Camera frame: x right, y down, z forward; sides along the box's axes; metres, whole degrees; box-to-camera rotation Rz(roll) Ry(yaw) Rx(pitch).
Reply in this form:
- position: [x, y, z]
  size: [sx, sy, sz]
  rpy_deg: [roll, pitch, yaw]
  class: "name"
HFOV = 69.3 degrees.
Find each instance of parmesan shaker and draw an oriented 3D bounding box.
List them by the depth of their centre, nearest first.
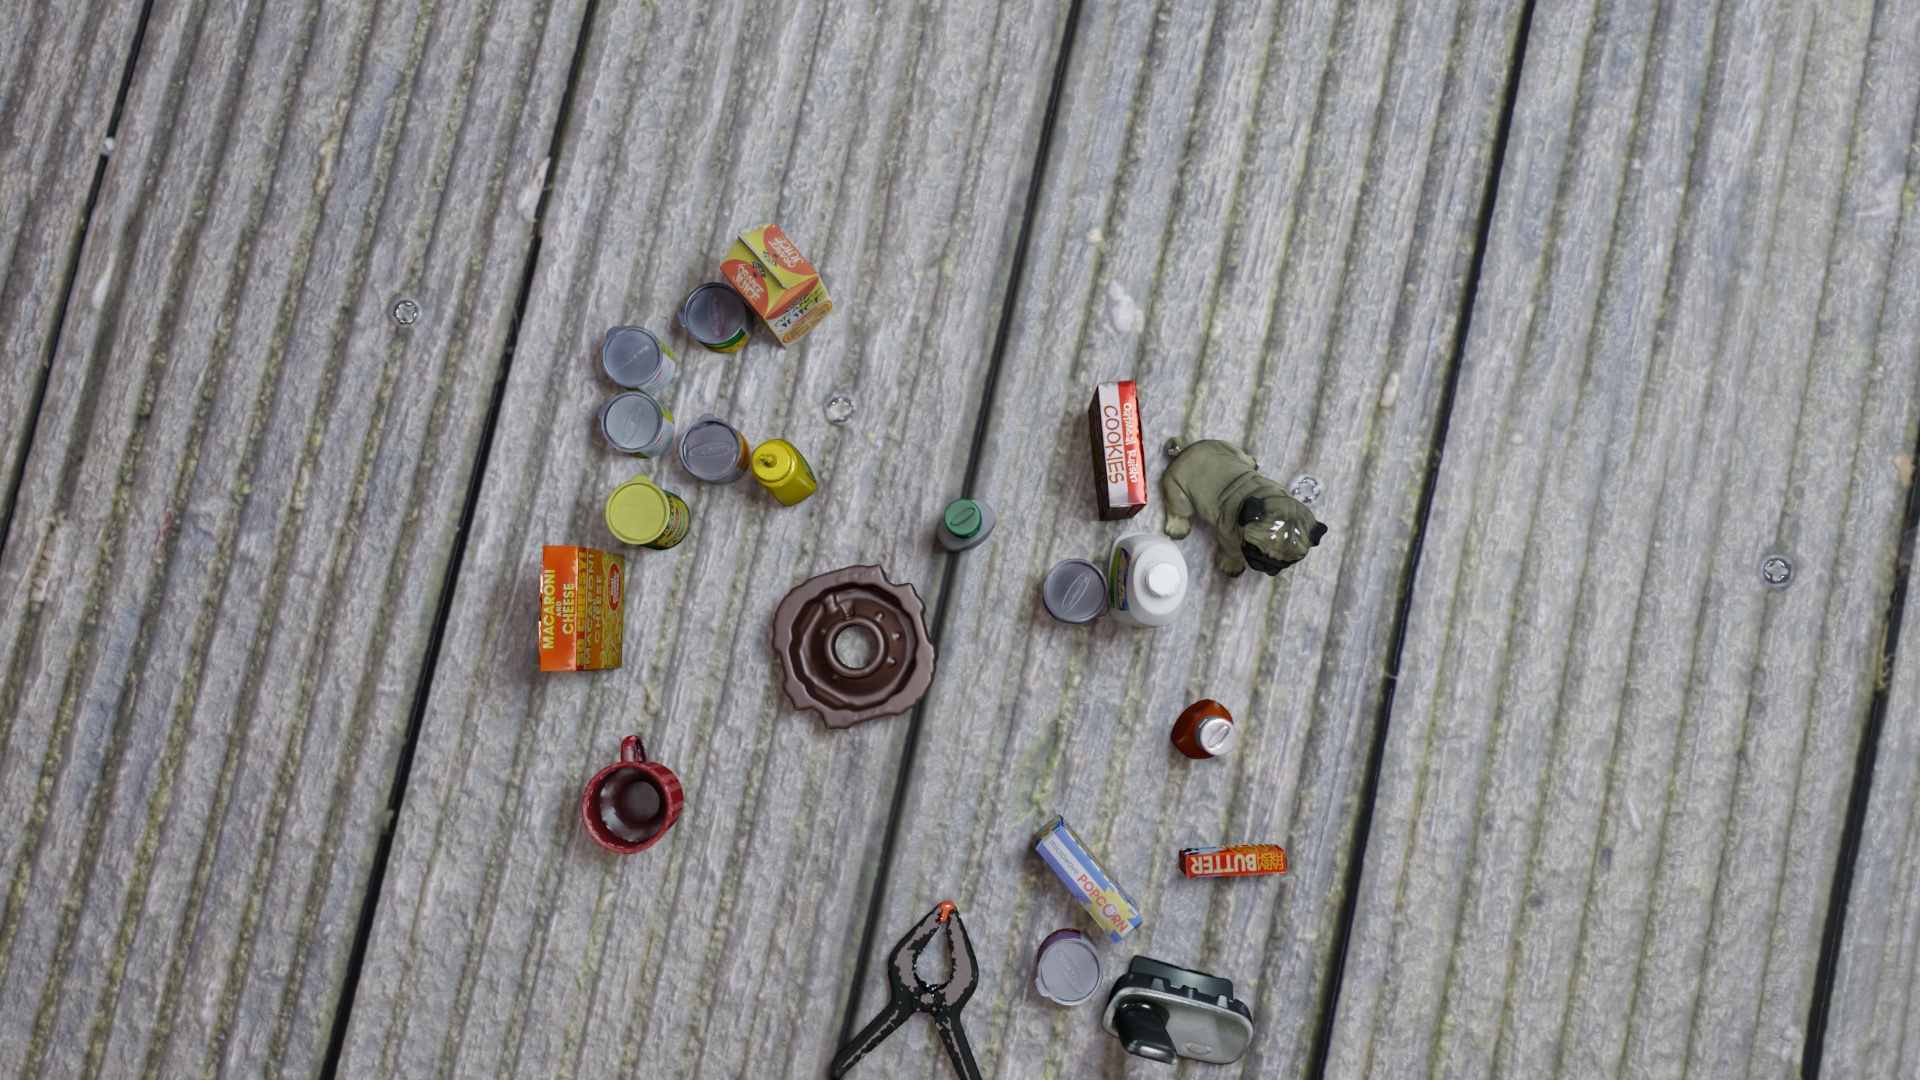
- position: [-0.325, -0.028, 1.455]
  size: [0.071, 0.103, 0.071]
  rpy_deg: [0, 86, 2]
  class: "parmesan shaker"

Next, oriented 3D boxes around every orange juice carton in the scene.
- position: [-0.188, -0.263, 1.425]
  size: [0.073, 0.192, 0.072]
  rpy_deg: [-40, 86, -1]
  class: "orange juice carton"

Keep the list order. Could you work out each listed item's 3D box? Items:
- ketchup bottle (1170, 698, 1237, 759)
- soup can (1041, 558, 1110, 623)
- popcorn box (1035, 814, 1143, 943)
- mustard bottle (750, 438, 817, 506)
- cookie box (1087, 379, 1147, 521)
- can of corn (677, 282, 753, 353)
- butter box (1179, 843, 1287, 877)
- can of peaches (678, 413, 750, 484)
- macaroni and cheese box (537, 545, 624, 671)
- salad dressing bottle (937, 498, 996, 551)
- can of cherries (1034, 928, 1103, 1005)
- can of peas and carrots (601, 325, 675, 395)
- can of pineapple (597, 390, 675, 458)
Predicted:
- position: [0.248, 0.192, 1.396]
  size: [0.043, 0.148, 0.065]
  rpy_deg: [42, 88, 4]
  class: "ketchup bottle"
- position: [0.120, 0.056, 1.444]
  size: [0.071, 0.083, 0.071]
  rpy_deg: [0, 86, 2]
  class: "soup can"
- position: [0.129, 0.344, 1.419]
  size: [0.038, 0.085, 0.127]
  rpy_deg: [-40, 85, -1]
  class: "popcorn box"
- position: [-0.185, -0.074, 1.426]
  size: [0.049, 0.160, 0.065]
  rpy_deg: [-32, 85, 0]
  class: "mustard bottle"
- position: [0.159, -0.088, 1.413]
  size: [0.040, 0.167, 0.123]
  rpy_deg: [-6, 86, 2]
  class: "cookie box"
- position: [-0.262, -0.238, 1.493]
  size: [0.071, 0.058, 0.071]
  rpy_deg: [0, 86, 2]
  class: "can of corn"
- position: [0.280, 0.330, 1.432]
  size: [0.103, 0.053, 0.024]
  rpy_deg: [-3, 86, 2]
  class: "butter box"
- position: [-0.261, -0.096, 1.482]
  size: [0.071, 0.058, 0.071]
  rpy_deg: [0, 86, 2]
  class: "can of peaches"
- position: [-0.385, 0.071, 1.417]
  size: [0.040, 0.166, 0.123]
  rpy_deg: [0, 86, 2]
  class: "macaroni and cheese box"
- position: [0.005, -0.018, 1.422]
  size: [0.064, 0.147, 0.044]
  rpy_deg: [-33, 86, -1]
  class: "salad dressing bottle"
- position: [0.109, 0.437, 1.426]
  size: [0.071, 0.058, 0.071]
  rpy_deg: [0, 86, 2]
  class: "can of cherries"
- position: [-0.347, -0.194, 1.492]
  size: [0.071, 0.058, 0.071]
  rpy_deg: [0, 86, 2]
  class: "can of peas and carrots"
- position: [-0.346, -0.125, 1.487]
  size: [0.071, 0.058, 0.071]
  rpy_deg: [0, 86, 2]
  class: "can of pineapple"
